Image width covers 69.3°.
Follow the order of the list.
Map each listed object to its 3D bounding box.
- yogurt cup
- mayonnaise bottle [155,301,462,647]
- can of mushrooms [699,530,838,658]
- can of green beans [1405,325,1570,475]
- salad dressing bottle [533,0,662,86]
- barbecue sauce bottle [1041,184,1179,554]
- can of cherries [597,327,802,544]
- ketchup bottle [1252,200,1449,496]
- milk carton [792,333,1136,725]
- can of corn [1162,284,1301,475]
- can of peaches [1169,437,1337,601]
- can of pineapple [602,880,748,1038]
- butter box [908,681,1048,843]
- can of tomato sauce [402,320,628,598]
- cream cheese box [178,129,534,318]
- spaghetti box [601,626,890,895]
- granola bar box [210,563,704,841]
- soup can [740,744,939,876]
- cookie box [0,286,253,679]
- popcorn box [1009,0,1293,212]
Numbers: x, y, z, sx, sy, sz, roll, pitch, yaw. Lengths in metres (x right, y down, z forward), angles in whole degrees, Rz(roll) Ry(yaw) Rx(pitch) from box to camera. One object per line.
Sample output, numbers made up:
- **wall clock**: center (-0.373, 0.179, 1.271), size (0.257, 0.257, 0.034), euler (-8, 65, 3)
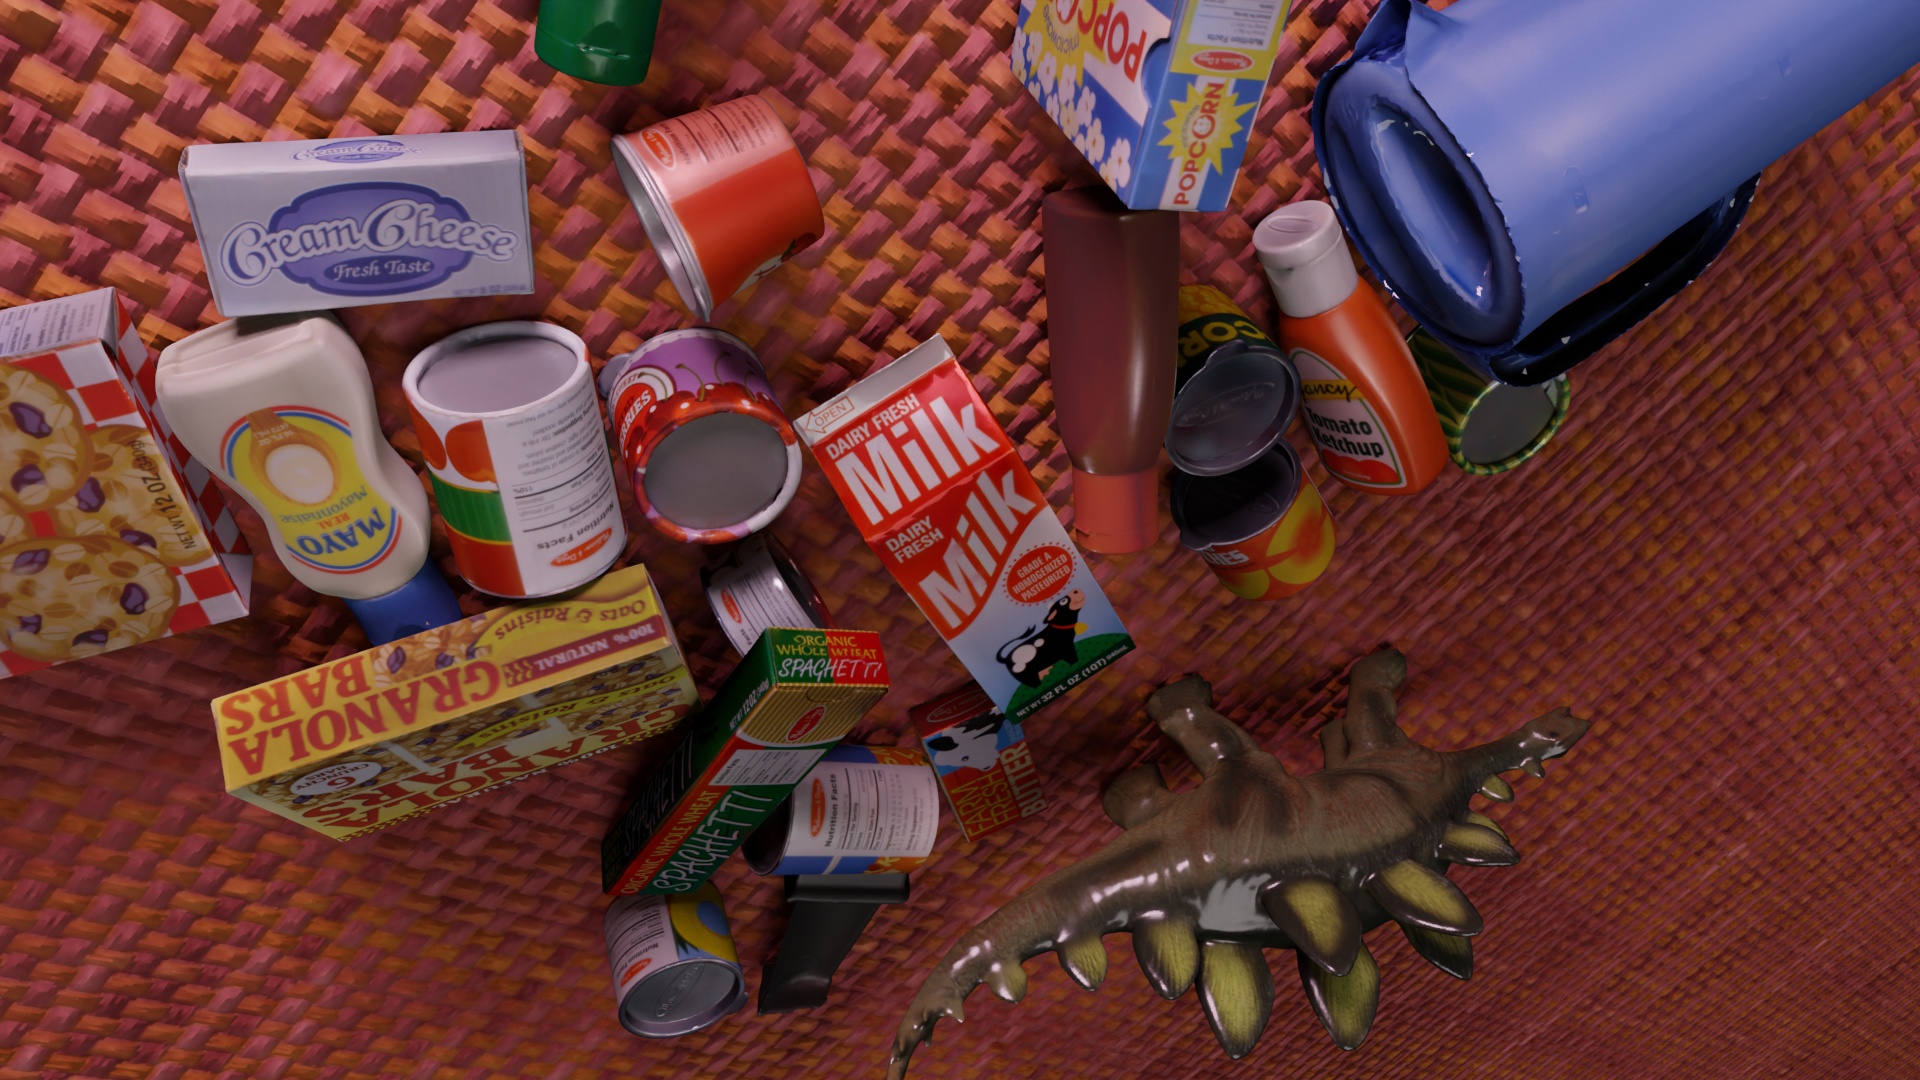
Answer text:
- **yogurt cup**: center (-0.083, -0.120, 0.486), size (0.054, 0.072, 0.072), euler (-29, 134, -11)
- **mayonnaise bottle**: center (-0.231, -0.015, 0.517), size (0.065, 0.041, 0.147), euler (-21, 134, -9)
- **can of mushrooms**: center (-0.082, 0.030, 0.612), size (0.033, 0.071, 0.070), euler (-33, 134, 3)
- **can of green beans**: center (0.256, -0.074, 0.688), size (0.071, 0.058, 0.071), euler (-13, 132, -15)
- **salad dressing bottle**: center (-0.097, -0.212, 0.414), size (0.064, 0.044, 0.146), euler (2, 126, -28)
- **barbecue sauce bottle**: center (0.063, -0.068, 0.574), size (0.044, 0.065, 0.147), euler (-16, 117, -24)
- **can of cherries**: center (-0.103, -0.041, 0.545), size (0.071, 0.058, 0.071), euler (-14, 132, -15)
- **ketchup bottle**: center (0.177, -0.087, 0.640), size (0.044, 0.065, 0.148), euler (-47, 127, -17)
- **milk carton**: center (0.002, -0.008, 0.612), size (0.072, 0.074, 0.190), euler (-32, 134, 2)
- **can of corn**: center (0.108, -0.074, 0.617), size (0.071, 0.058, 0.070), euler (-13, 132, -15)
- **can of peaches**: center (0.143, -0.010, 0.682), size (0.071, 0.071, 0.058), euler (-37, 134, 7)
- **can of pineapple**: center (-0.153, 0.222, 0.743), size (0.071, 0.058, 0.070), euler (-13, 132, -15)
- **butter box**: center (0.012, 0.120, 0.758), size (0.053, 0.024, 0.103), euler (-24, 133, -4)
- **can of tomato sauce**: center (-0.166, -0.031, 0.520), size (0.071, 0.071, 0.082), euler (-13, 131, -15)
- **cream cheese box**: center (-0.199, -0.107, 0.468), size (0.104, 0.024, 0.053), euler (-9, 130, -19)
- **spaghetti box**: center (-0.107, 0.108, 0.629), size (0.050, 0.029, 0.248), euler (6, 146, -29)
- **granola bar box**: center (-0.196, 0.069, 0.573), size (0.166, 0.039, 0.123), euler (-18, 162, -10)
- **soup can**: center (-0.064, 0.137, 0.710), size (0.084, 0.071, 0.071), euler (8, 124, -31)
- **cookie box**: center (-0.351, -0.006, 0.469), size (0.168, 0.040, 0.122), euler (-16, 132, -13)
- **popcorn box**: center (0.059, -0.175, 0.462), size (0.038, 0.127, 0.084), euler (0, 127, -20)
